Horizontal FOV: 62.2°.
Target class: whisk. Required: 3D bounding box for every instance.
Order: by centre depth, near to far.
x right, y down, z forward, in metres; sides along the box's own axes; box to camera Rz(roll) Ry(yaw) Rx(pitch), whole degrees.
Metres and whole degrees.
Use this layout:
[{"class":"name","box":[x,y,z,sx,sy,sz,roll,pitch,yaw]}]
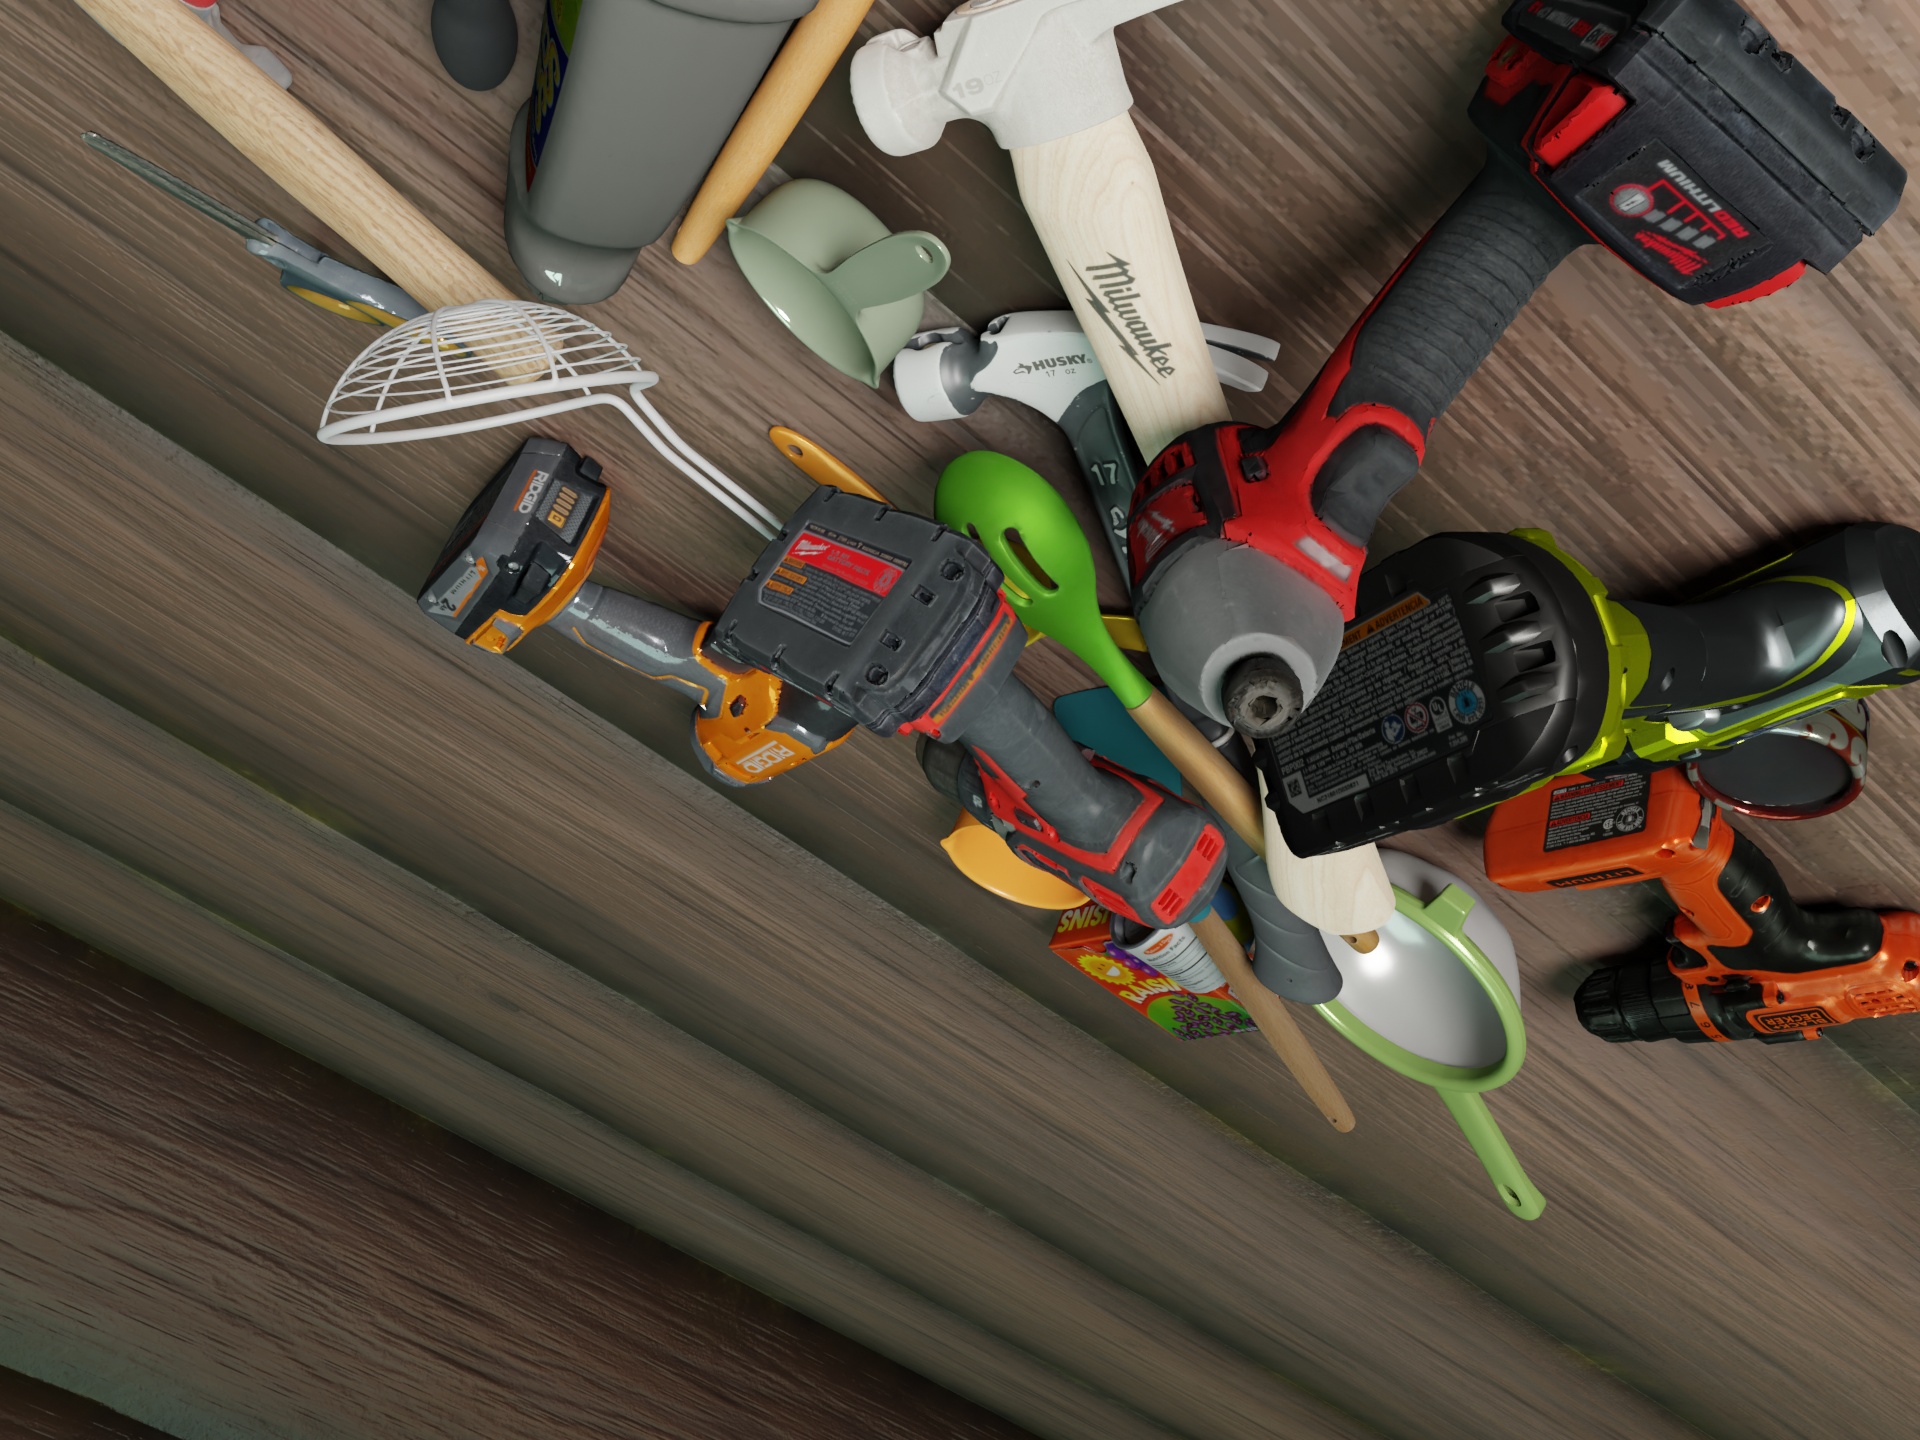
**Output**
[{"class":"whisk","box":[-0.147,-0.249,0.470,0.070,0.070,0.284,30,173,-13]}]

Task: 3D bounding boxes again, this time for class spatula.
[{"class":"spatula","box":[-0.047,-0.232,0.507,0.041,0.081,0.322,20,158,-22]},{"class":"spatula","box":[0.148,0.114,0.866,0.082,0.044,0.317,-6,128,46]}]

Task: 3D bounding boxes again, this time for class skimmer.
[{"class":"skimmer","box":[-0.102,-0.067,0.701,0.127,0.090,0.362,-4,152,39]}]

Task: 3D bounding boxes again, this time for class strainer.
[{"class":"strainer","box":[0.268,0.159,0.853,0.151,0.069,0.256,0,129,57]}]

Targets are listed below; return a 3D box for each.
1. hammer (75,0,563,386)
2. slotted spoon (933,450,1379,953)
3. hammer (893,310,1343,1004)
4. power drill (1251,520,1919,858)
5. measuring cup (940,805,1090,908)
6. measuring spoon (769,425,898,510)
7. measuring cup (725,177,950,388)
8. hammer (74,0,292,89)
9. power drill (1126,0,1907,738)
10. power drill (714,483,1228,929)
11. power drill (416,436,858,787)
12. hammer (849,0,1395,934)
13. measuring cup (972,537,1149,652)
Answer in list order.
[{"class":"hammer","box":[-0.278,-0.241,0.581,0.130,0.031,0.331,-9,141,42]},{"class":"slotted spoon","box":[0.095,0.006,0.693,0.070,0.031,0.313,-19,125,44]},{"class":"hammer","box":[0.112,-0.006,0.717,0.149,0.036,0.408,-1,134,31]},{"class":"power drill","box":[0.214,-0.010,0.562,0.223,0.080,0.171,-5,163,-33]},{"class":"measuring cup","box":[0.043,0.041,0.878,0.095,0.052,0.173,17,147,10]},{"class":"measuring spoon","box":[-0.045,-0.099,0.751,0.116,0.011,0.021,37,147,-23]},{"class":"measuring cup","box":[-0.029,-0.163,0.557,0.083,0.038,0.168,46,168,-21]},{"class":"hammer","box":[-0.199,-0.313,0.491,0.386,0.038,0.143,-10,135,43]},{"class":"power drill","box":[0.130,-0.093,0.442,0.078,0.143,0.219,34,117,-16]},{"class":"power drill","box":[-0.001,-0.002,0.696,0.188,0.080,0.226,26,168,48]},{"class":"power drill","box":[-0.151,-0.050,0.838,0.226,0.084,0.164,32,148,-24]},{"class":"hammer","box":[0.106,-0.070,0.588,0.146,0.038,0.410,-5,129,31]},{"class":"measuring cup","box":[0.064,-0.053,0.748,0.156,0.029,0.062,9,141,0]}]
